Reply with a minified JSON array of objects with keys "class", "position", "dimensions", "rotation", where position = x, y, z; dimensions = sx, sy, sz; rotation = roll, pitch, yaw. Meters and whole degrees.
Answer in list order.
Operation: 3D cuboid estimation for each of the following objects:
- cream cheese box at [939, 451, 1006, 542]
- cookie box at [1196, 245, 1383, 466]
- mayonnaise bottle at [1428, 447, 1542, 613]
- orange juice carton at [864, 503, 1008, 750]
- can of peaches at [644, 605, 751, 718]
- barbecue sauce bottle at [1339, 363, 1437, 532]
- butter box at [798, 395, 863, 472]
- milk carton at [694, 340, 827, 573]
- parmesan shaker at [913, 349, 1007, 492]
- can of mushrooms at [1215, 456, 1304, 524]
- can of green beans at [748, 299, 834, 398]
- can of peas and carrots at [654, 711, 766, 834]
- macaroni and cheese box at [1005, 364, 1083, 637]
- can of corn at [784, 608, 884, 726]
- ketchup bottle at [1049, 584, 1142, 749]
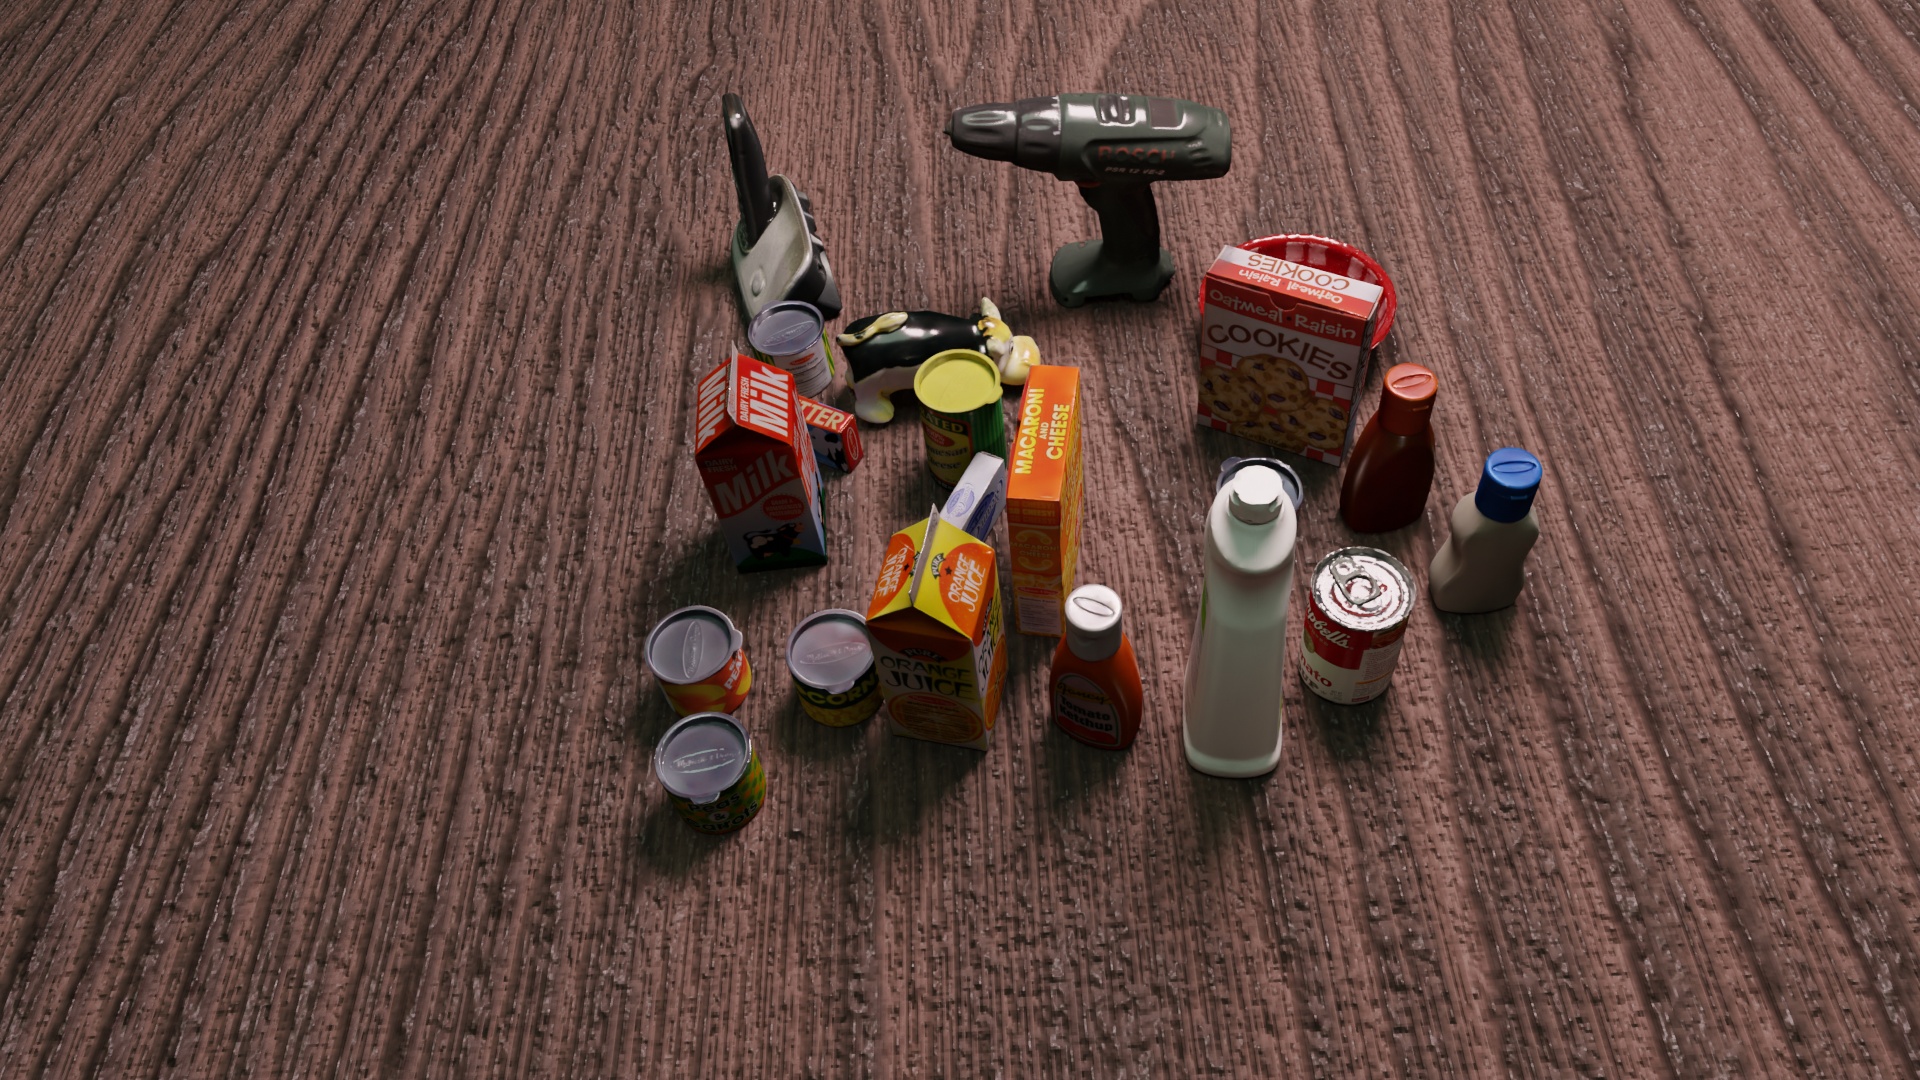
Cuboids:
[{"class":"cream cheese box","position":[0.004,-0.013,1.074],"dimensions":[0.024,0.053,0.104],"rotation":[18,57,19]},{"class":"cookie box","position":[0.249,-0.139,1.071],"dimensions":[0.123,0.166,0.040],"rotation":[20,58,20]},{"class":"mayonnaise bottle","position":[0.370,-0.005,0.968],"dimensions":[0.065,0.147,0.041],"rotation":[-4,53,3]},{"class":"orange juice carton","position":[-0.015,0.061,0.933],"dimensions":[0.073,0.191,0.072],"rotation":[8,55,12]},{"class":"can of peaches","position":[-0.188,0.091,1.013],"dimensions":[0.071,0.057,0.071],"rotation":[-3,53,4]},{"class":"barbecue sauce bottle","position":[0.319,-0.066,1.020],"dimensions":[0.065,0.147,0.044],"rotation":[-13,53,-3]},{"class":"butter box","position":[-0.133,-0.095,1.151],"dimensions":[0.103,0.053,0.024],"rotation":[21,58,21]},{"class":"milk carton","position":[-0.151,-0.060,1.040],"dimensions":[0.073,0.189,0.073],"rotation":[-7,53,2]},{"class":"parmesan shaker","position":[0.004,-0.091,1.102],"dimensions":[0.071,0.102,0.071],"rotation":[-3,53,4]},{"class":"can of mushrooms","position":[0.229,-0.032,1.076],"dimensions":[0.071,0.033,0.071],"rotation":[-3,53,4]},{"class":"can of green beans","position":[-0.145,-0.164,1.202],"dimensions":[0.071,0.057,0.071],"rotation":[-3,53,4]},{"class":"can of peas and carrots","position":[-0.170,0.163,0.956],"dimensions":[0.071,0.058,0.071],"rotation":[-3,53,4]},{"class":"macaroni and cheese box","position":[0.062,-0.026,1.006],"dimensions":[0.040,0.165,0.124],"rotation":[4,54,10]},{"class":"can of corn","position":[-0.088,0.094,0.999],"dimensions":[0.071,0.058,0.071],"rotation":[-3,53,4]},{"class":"ketchup bottle","position":[0.090,0.084,0.931],"dimensions":[0.065,0.148,0.044],"rotation":[19,58,20]}]
